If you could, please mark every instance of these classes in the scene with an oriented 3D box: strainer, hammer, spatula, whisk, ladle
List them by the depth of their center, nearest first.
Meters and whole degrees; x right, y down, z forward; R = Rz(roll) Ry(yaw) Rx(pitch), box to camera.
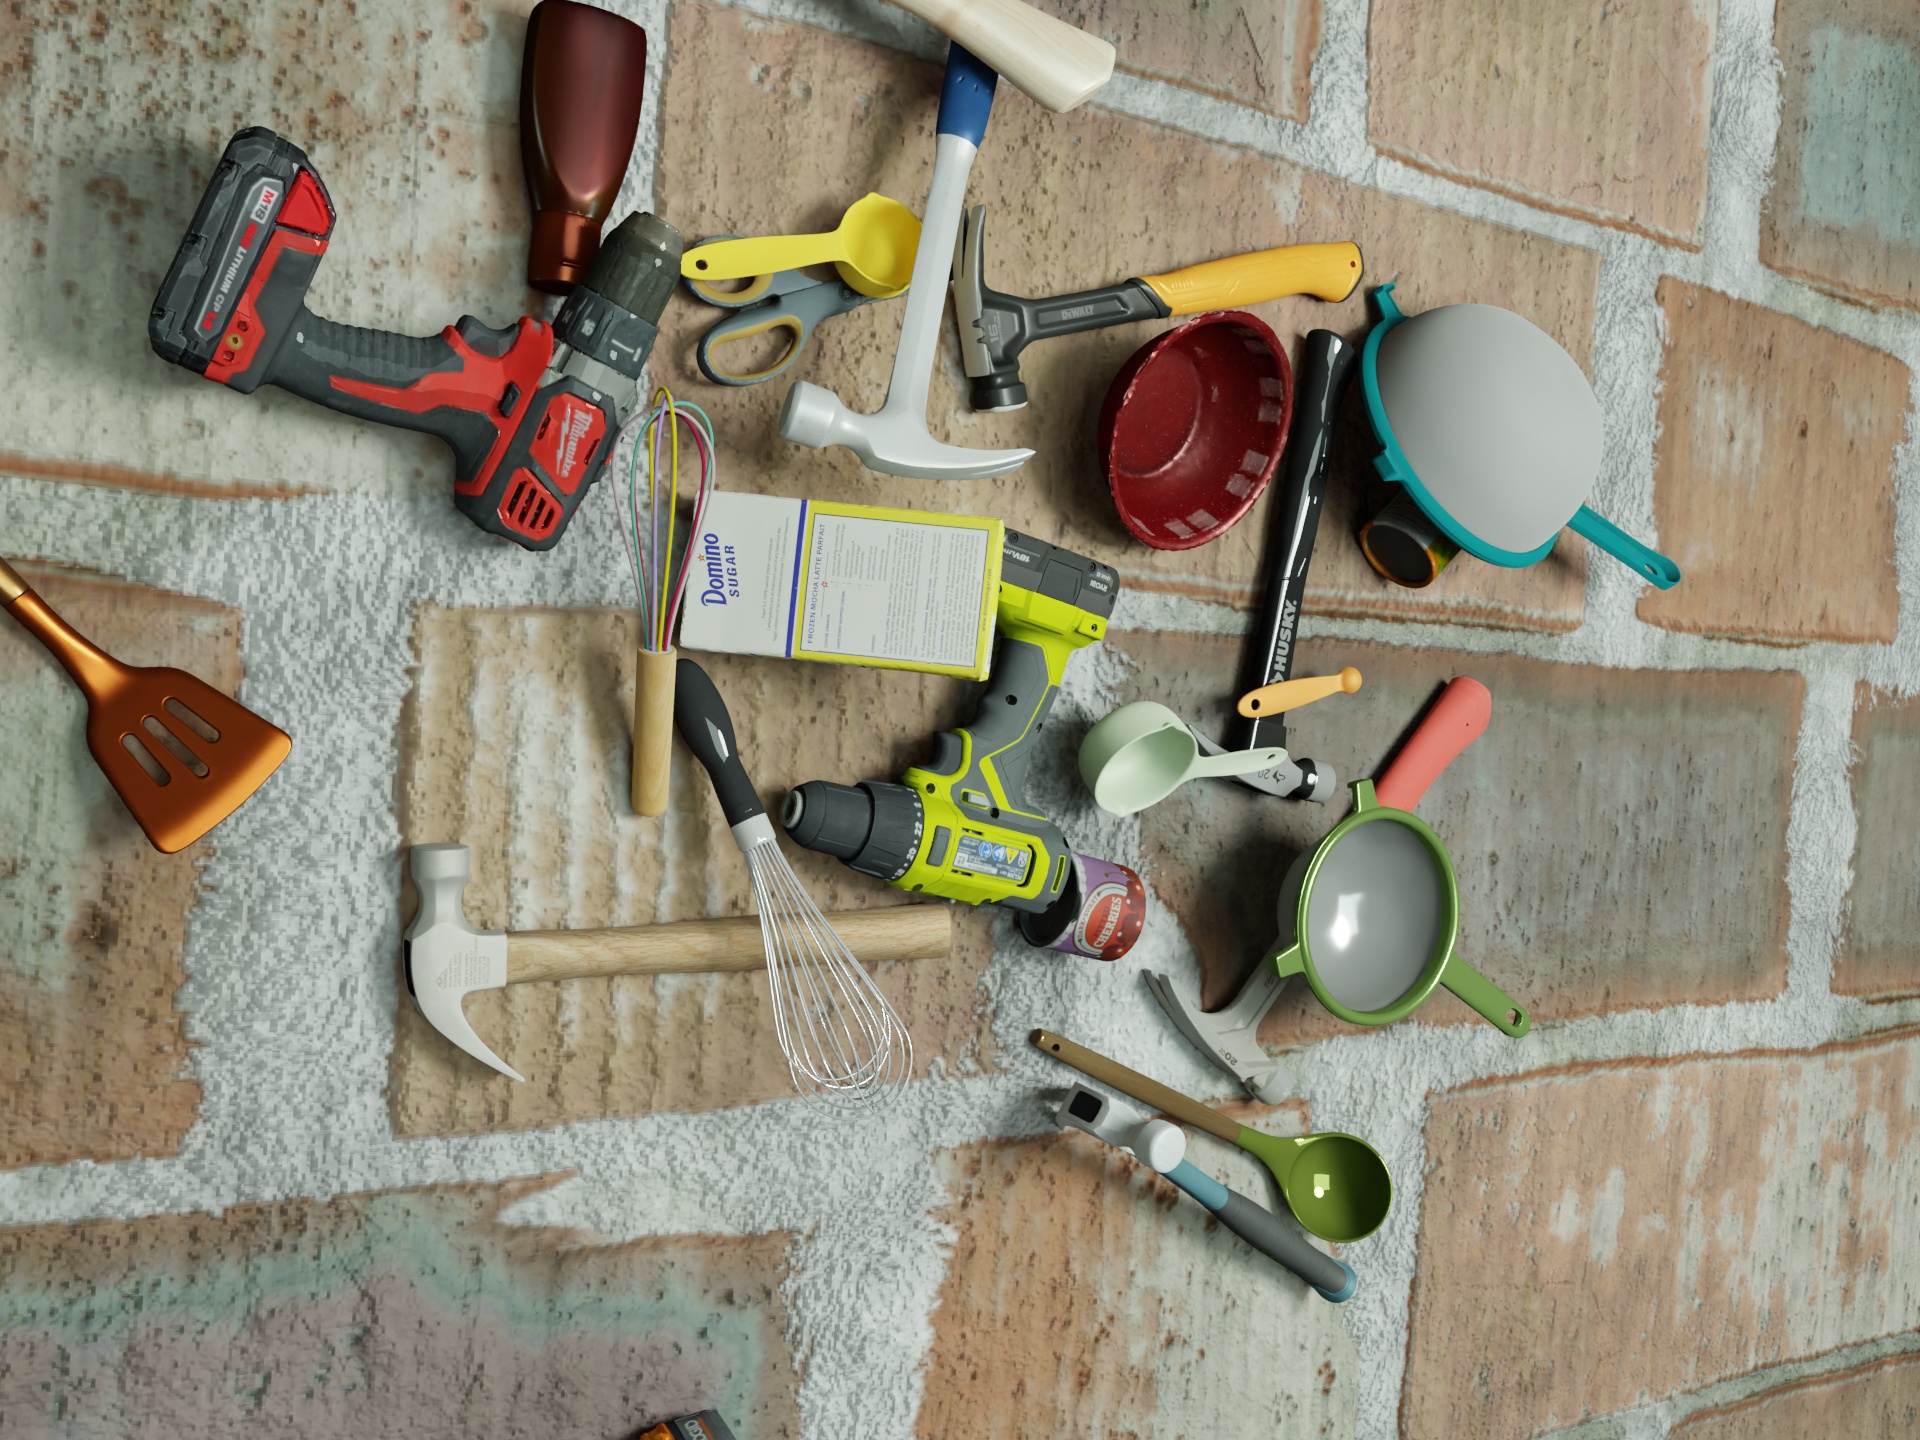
[{"bbox_3d":[-0.456,-0.076,0.737,0.081,0.041,0.322,-46,112,-19],"label":"spatula"},{"bbox_3d":[-0.166,-0.061,0.876,0.051,0.047,0.244,-21,125,-50],"label":"whisk"},{"bbox_3d":[-0.096,-0.457,0.887,0.410,0.038,0.146,18,83,-19],"label":"hammer"},{"bbox_3d":[-0.105,0.093,0.911,0.070,0.070,0.284,-22,85,-27],"label":"whisk"},{"bbox_3d":[-0.152,0.134,0.929,0.331,0.031,0.130,1,92,-30],"label":"hammer"},{"bbox_3d":[0.001,-0.331,0.946,0.144,0.035,0.406,15,74,-18],"label":"hammer"},{"bbox_3d":[0.144,-0.297,1.074,0.337,0.034,0.127,-17,107,-29],"label":"hammer"},{"bbox_3d":[0.182,0.333,1.097,0.330,0.128,0.033,41,73,-35],"label":"hammer"},{"bbox_3d":[0.180,0.285,1.117,0.320,0.062,0.078,30,88,-25],"label":"ladle"},{"bbox_3d":[0.311,0.160,1.137,0.256,0.069,0.151,36,74,-27],"label":"strainer"},{"bbox_3d":[0.232,-0.115,1.138,0.146,0.035,0.335,13,86,-31],"label":"hammer"},{"bbox_3d":[0.444,-0.196,1.168,0.340,0.095,0.211,27,52,-23],"label":"strainer"},{"bbox_3d":[0.282,0.101,1.177,0.149,0.037,0.359,47,71,-23],"label":"hammer"}]

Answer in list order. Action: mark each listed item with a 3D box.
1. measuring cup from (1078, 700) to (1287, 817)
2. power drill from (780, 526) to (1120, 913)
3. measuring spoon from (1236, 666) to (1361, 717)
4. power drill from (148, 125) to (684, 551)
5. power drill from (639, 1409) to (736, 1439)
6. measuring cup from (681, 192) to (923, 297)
[{"bbox_3d":[0.150,0.019,1.065,0.167,0.038,0.083,-3,133,-34],"label":"measuring cup"},{"bbox_3d":[-0.002,-0.003,0.985,0.190,0.080,0.228,17,87,-31],"label":"power drill"},{"bbox_3d":[0.241,-0.019,1.120,0.117,0.011,0.021,-13,99,-30],"label":"measuring spoon"},{"bbox_3d":[-0.263,-0.209,0.801,0.226,0.080,0.188,25,97,-31],"label":"power drill"},{"bbox_3d":[-0.220,0.503,0.884,0.226,0.084,0.164,-15,101,-24],"label":"power drill"},{"bbox_3d":[-0.093,-0.270,0.932,0.156,0.029,0.062,-14,85,-23],"label":"measuring cup"}]
